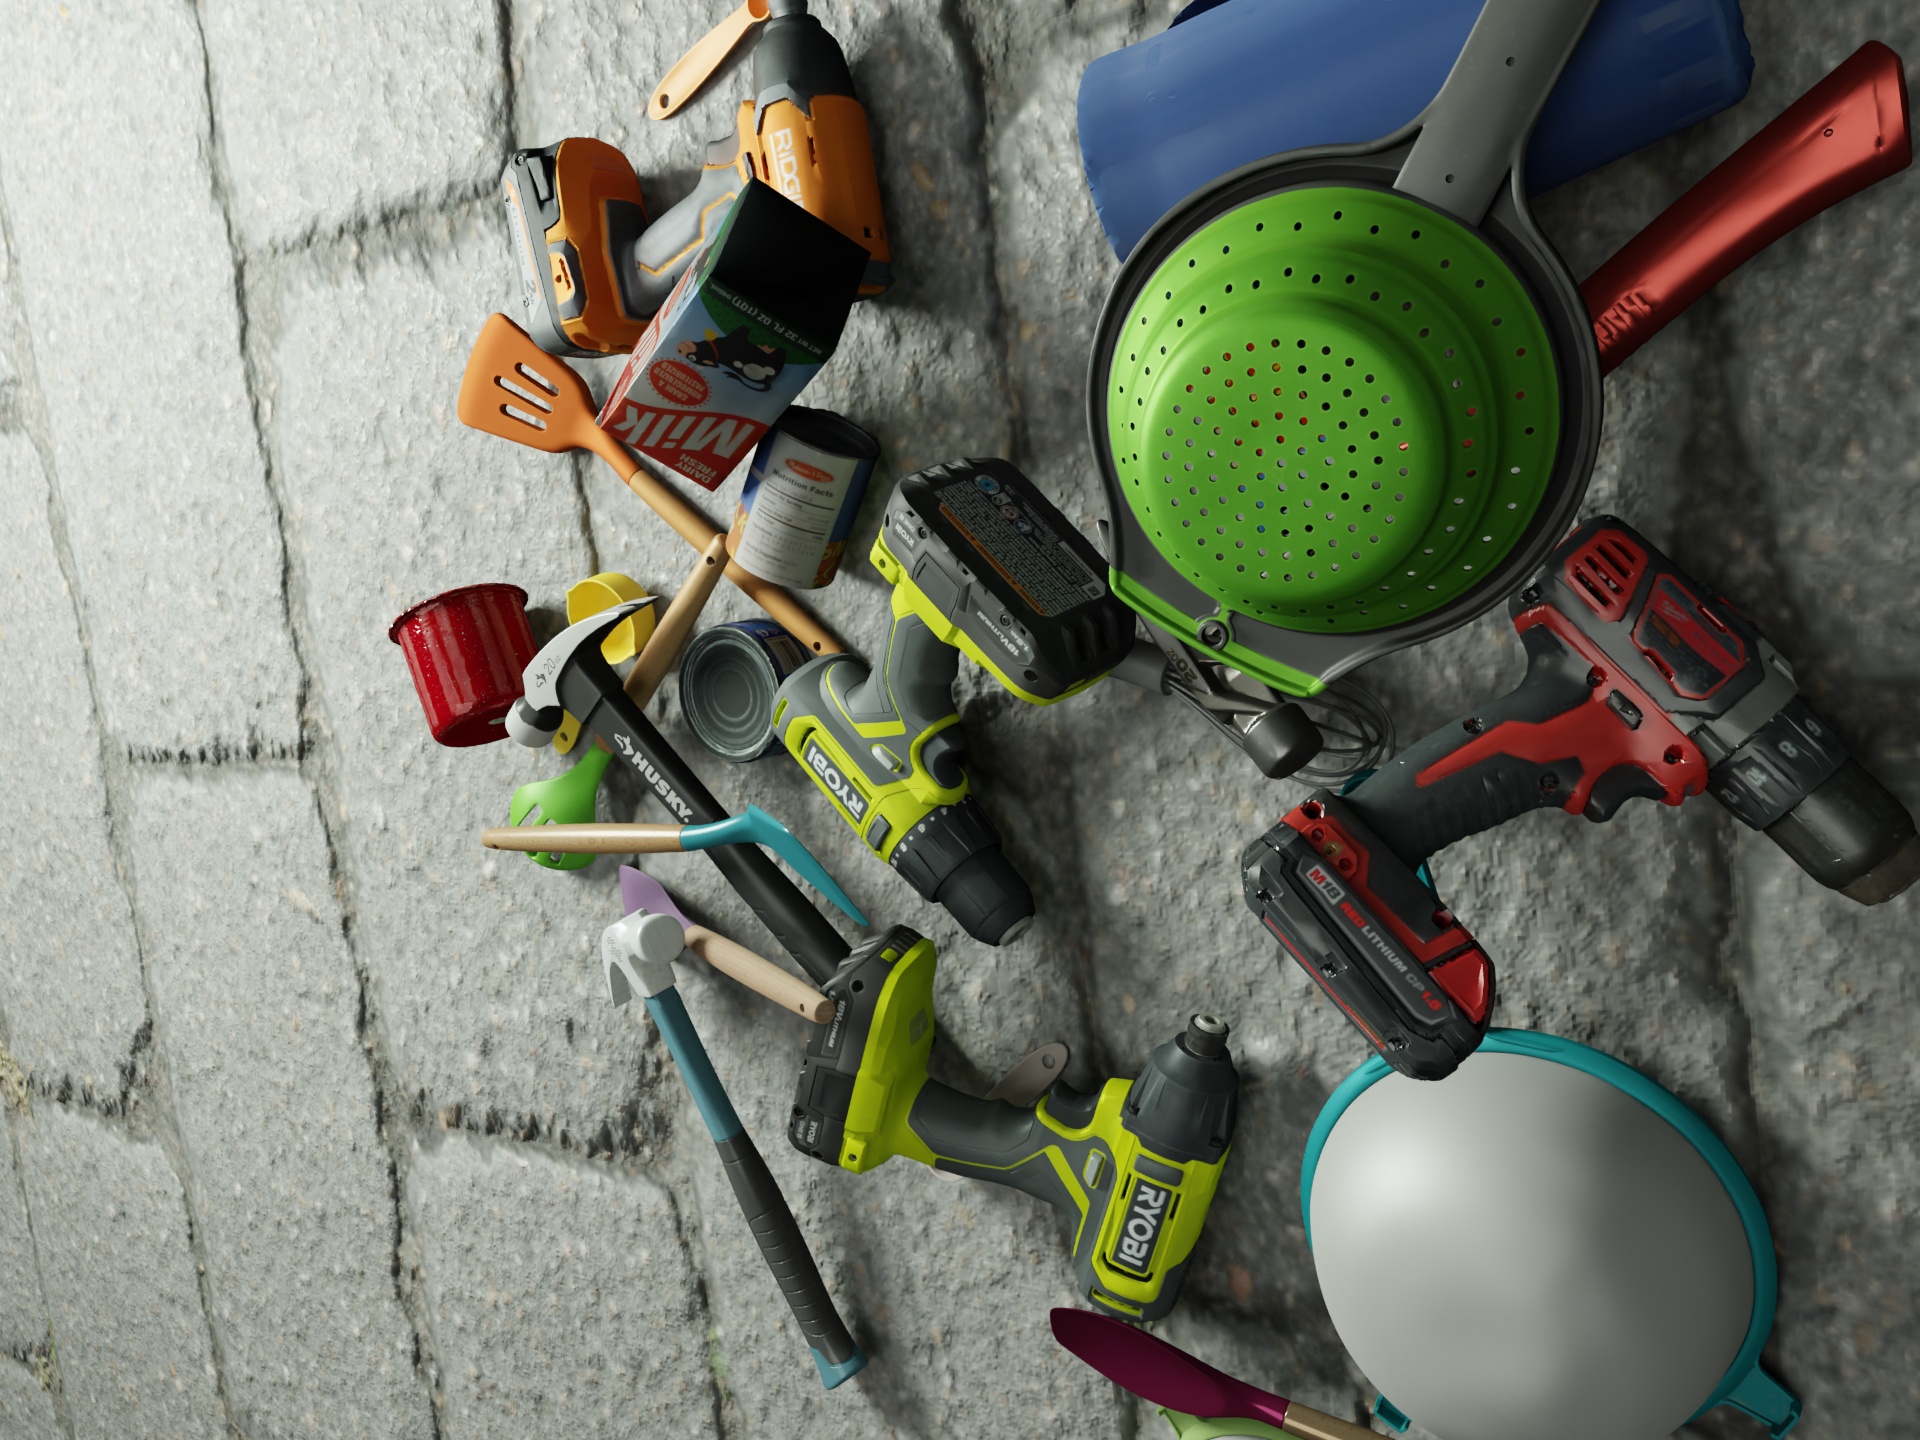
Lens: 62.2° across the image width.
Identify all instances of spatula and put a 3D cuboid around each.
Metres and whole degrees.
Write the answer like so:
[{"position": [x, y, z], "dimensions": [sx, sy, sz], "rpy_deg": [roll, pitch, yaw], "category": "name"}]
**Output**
[{"position": [-0.183, 0.077, 0.932], "dimensions": [0.317, 0.044, 0.082], "rpy_deg": [-3, 137, 36], "category": "spatula"}, {"position": [-0.189, -0.133, 0.974], "dimensions": [0.323, 0.041, 0.081], "rpy_deg": [41, 119, 20], "category": "spatula"}, {"position": [-0.148, 0.136, 0.941], "dimensions": [0.316, 0.018, 0.059], "rpy_deg": [9, 108, 59], "category": "spatula"}]

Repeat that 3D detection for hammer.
[{"position": [-0.135, 0.074, 0.949], "dimensions": [0.335, 0.035, 0.146], "rpy_deg": [48, 128, 6], "category": "hammer"}, {"position": [0.221, -0.138, 0.665], "dimensions": [0.359, 0.036, 0.149], "rpy_deg": [-43, 66, 25], "category": "hammer"}, {"position": [-0.139, 0.270, 0.991], "dimensions": [0.128, 0.033, 0.331], "rpy_deg": [-14, 102, 63], "category": "hammer"}]

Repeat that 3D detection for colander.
[{"position": [0.160, -0.172, 0.560], "dimensions": [0.204, 0.094, 0.397], "rpy_deg": [30, 121, 10], "category": "colander"}]

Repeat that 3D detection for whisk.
[{"position": [0.104, -0.021, 0.794], "dimensions": [0.239, 0.055, 0.055], "rpy_deg": [23, 112, 34], "category": "whisk"}]

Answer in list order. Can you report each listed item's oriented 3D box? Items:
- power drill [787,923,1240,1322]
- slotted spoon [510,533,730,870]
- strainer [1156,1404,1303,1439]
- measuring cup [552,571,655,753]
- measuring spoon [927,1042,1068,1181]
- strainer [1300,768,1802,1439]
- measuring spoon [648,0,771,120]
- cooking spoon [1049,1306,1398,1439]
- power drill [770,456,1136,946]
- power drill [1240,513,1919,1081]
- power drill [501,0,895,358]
[{"position": [0.032, 0.202, 0.850], "dimensions": [0.223, 0.080, 0.171], "rpy_deg": [19, 110, 15], "category": "power drill"}, {"position": [-0.217, -0.003, 1.010], "dimensions": [0.070, 0.031, 0.313], "rpy_deg": [38, 124, 0], "category": "slotted spoon"}, {"position": [0.201, 0.452, 0.804], "dimensions": [0.256, 0.069, 0.151], "rpy_deg": [2, 100, 36], "category": "strainer"}, {"position": [-0.239, -0.035, 1.044], "dimensions": [0.062, 0.029, 0.156], "rpy_deg": [41, 132, 12], "category": "measuring cup"}, {"position": [0.023, 0.223, 0.919], "dimensions": [0.124, 0.018, 0.034], "rpy_deg": [-47, 72, 25], "category": "measuring spoon"}, {"position": [0.220, 0.192, 0.698], "dimensions": [0.211, 0.095, 0.340], "rpy_deg": [-15, 98, 33], "category": "strainer"}, {"position": [-0.142, -0.381, 0.913], "dimensions": [0.117, 0.011, 0.021], "rpy_deg": [-27, 84, 39], "category": "measuring spoon"}, {"position": [0.190, 0.362, 0.806], "dimensions": [0.319, 0.017, 0.068], "rpy_deg": [13, 134, 26], "category": "cooking spoon"}, {"position": [-0.001, -0.003, 0.826], "dimensions": [0.191, 0.080, 0.228], "rpy_deg": [48, 139, 19], "category": "power drill"}, {"position": [0.247, 0.049, 0.642], "dimensions": [0.226, 0.080, 0.188], "rpy_deg": [-41, 75, -1], "category": "power drill"}, {"position": [-0.148, -0.298, 0.891], "dimensions": [0.226, 0.084, 0.164], "rpy_deg": [-6, 96, 31], "category": "power drill"}]
